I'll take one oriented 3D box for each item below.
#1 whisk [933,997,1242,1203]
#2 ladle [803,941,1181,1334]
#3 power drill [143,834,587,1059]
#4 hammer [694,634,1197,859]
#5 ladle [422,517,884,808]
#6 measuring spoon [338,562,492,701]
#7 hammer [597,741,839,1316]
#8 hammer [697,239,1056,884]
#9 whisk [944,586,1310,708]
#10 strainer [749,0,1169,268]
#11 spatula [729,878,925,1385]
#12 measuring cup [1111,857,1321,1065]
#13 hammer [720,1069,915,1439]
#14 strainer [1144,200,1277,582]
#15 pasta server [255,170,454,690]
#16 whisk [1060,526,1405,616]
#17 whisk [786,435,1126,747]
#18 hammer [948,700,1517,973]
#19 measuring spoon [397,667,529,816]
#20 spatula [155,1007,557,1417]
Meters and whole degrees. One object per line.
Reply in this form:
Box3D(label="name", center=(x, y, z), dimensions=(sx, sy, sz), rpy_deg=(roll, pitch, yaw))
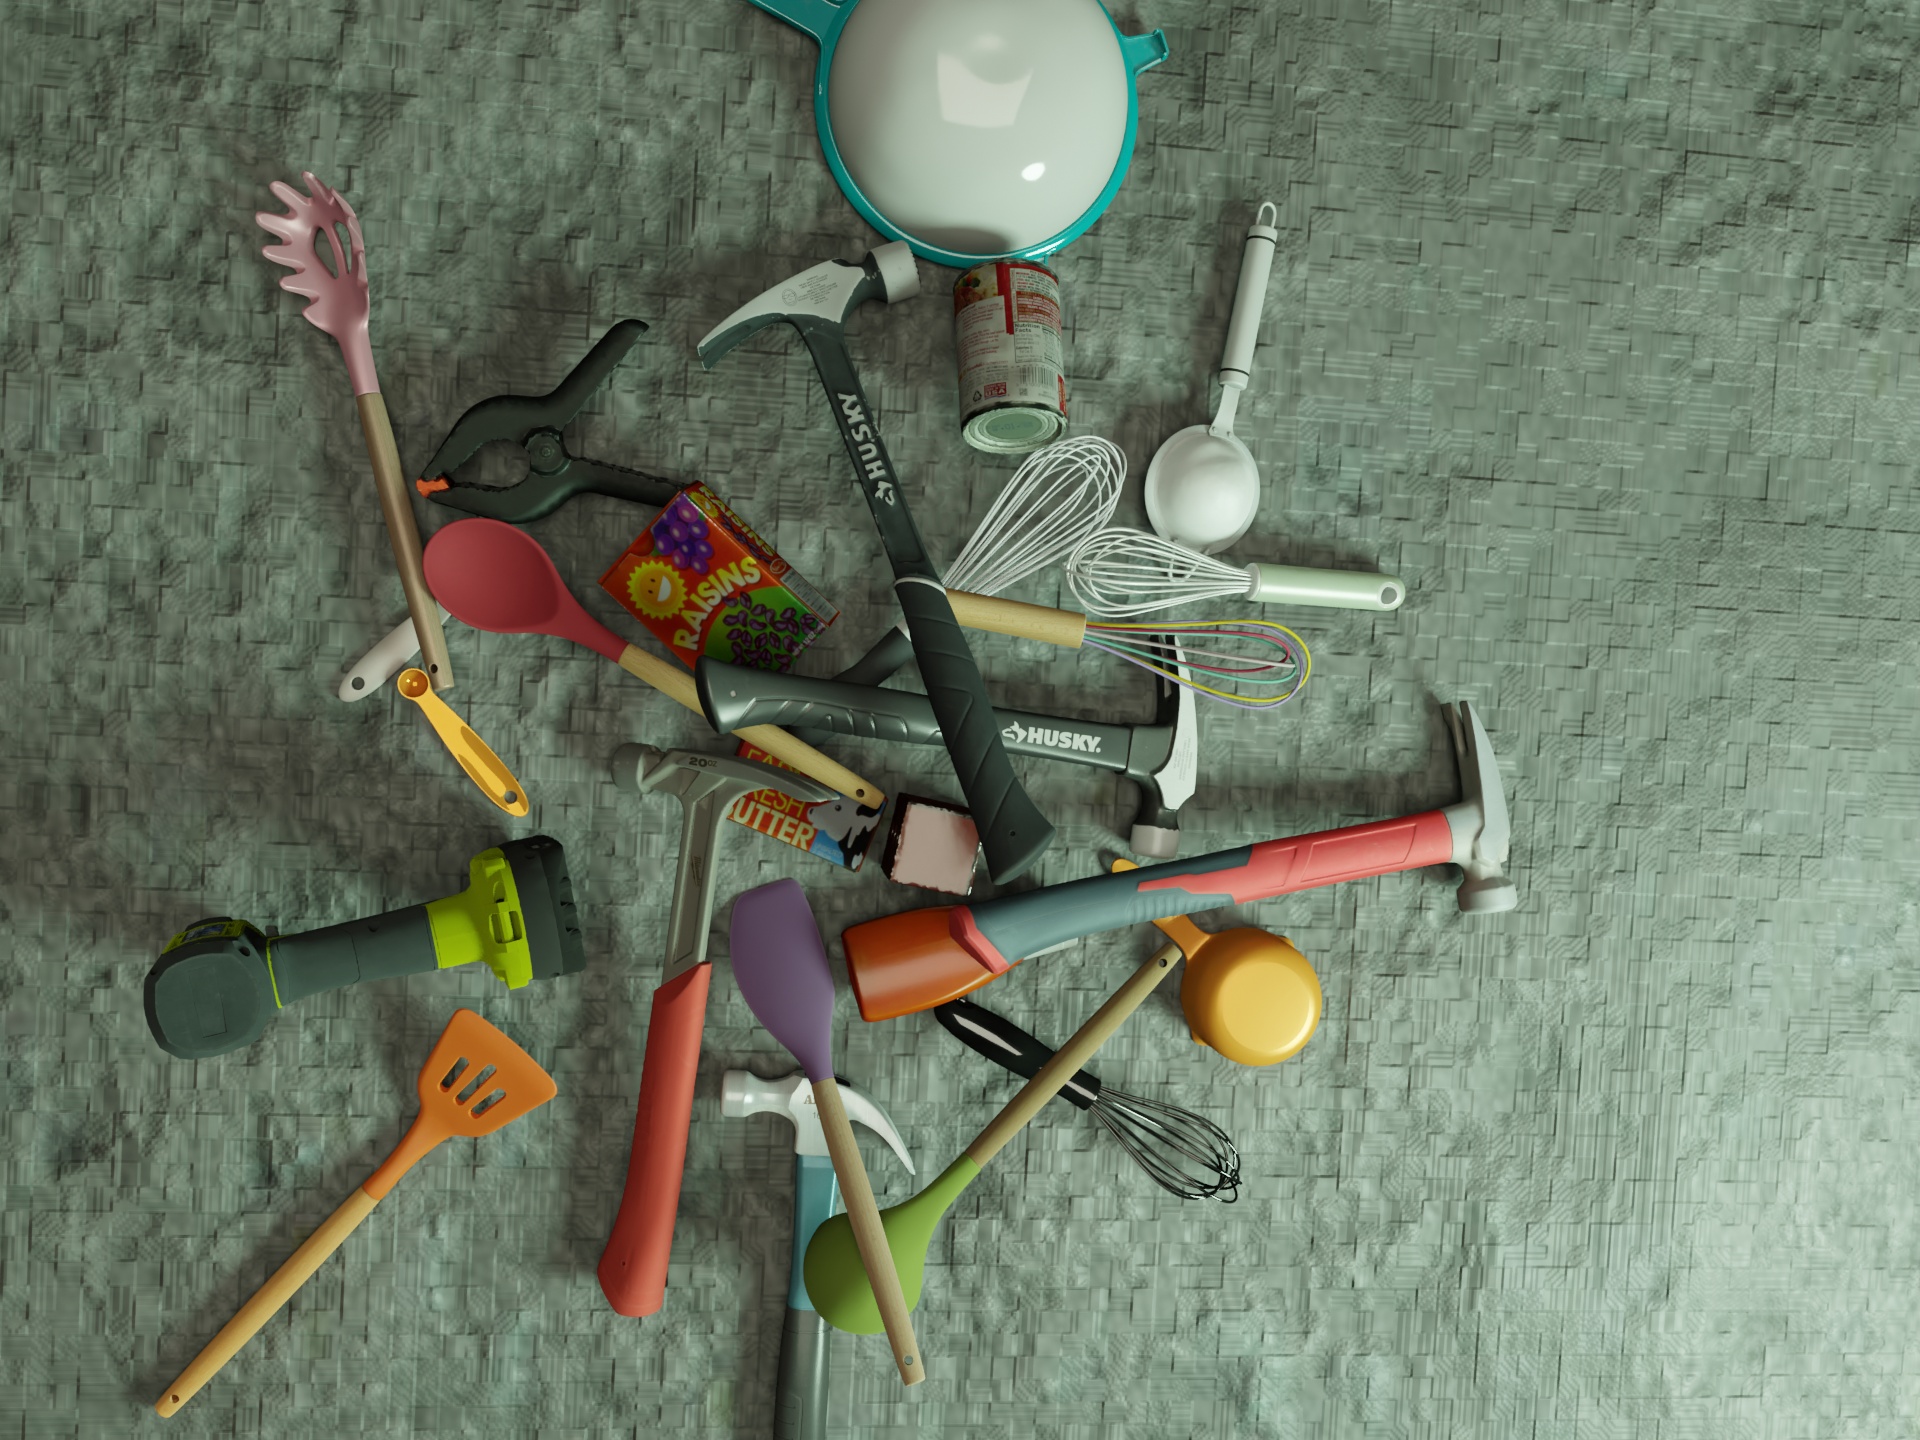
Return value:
Box3D(label="whisk", center=(0.085, 0.248, 1.047), dimensions=(0.239, 0.055, 0.055), rpy_deg=(32, 88, -3))
Box3D(label="ladle", center=(0.026, 0.259, 1.011), dimensions=(0.078, 0.062, 0.320), rpy_deg=(45, 80, 6))
Box3D(label="power drill", center=(-0.348, 0.129, 0.932), dimensions=(0.228, 0.190, 0.080), rpy_deg=(-12, 94, -21))
Box3D(label="hammer", center=(-0.002, -0.003, 0.996), dimensions=(0.334, 0.035, 0.146), rpy_deg=(9, 90, -21))
Box3D(label="ladle", center=(-0.184, -0.029, 0.980), dimensions=(0.315, 0.031, 0.069), rpy_deg=(31, 104, -4))
Box3D(label="measuring spoon", center=(-0.341, -0.055, 0.992), dimensions=(0.124, 0.018, 0.034), rpy_deg=(-44, 97, -3))
Box3D(label="hammer", center=(-0.171, 0.199, 0.996), dimensions=(0.149, 0.036, 0.359), rpy_deg=(11, 95, 22))
Box3D(label="hammer", center=(-0.036, -0.096, 0.959), dimensions=(0.149, 0.036, 0.409), rpy_deg=(-19, 75, -5))
Box3D(label="whisk", center=(0.098, -0.055, 0.987), dimensions=(0.245, 0.047, 0.051), rpy_deg=(11, 50, -3))
Box3D(label="strainer", center=(-0.040, -0.424, 0.977), dimensions=(0.340, 0.095, 0.211), rpy_deg=(26, 89, -9))
Box3D(label="spatula", center=(-0.080, 0.248, 0.982), dimensions=(0.060, 0.018, 0.316), rpy_deg=(-19, 70, -7))
Box3D(label="measuring cup", center=(0.166, 0.156, 1.049), dimensions=(0.173, 0.052, 0.095), rpy_deg=(45, 87, -9))
Box3D(label="hammer", center=(-0.102, 0.394, 1.036), dimensions=(0.128, 0.033, 0.331), rpy_deg=(4, 92, -7))
Box3D(label="strainer", center=(0.177, -0.217, 1.044), dimensions=(0.086, 0.050, 0.258), rpy_deg=(13, 87, -23))
Box3D(label="pasta server", center=(-0.358, -0.172, 0.967), dimensions=(0.060, 0.040, 0.316), rpy_deg=(-14, 91, 12))
Box3D(label="whisk", center=(0.181, -0.091, 1.035), dimensions=(0.246, 0.059, 0.057), rpy_deg=(3, 107, -18))
Box3D(label="whisk", center=(-0.004, -0.079, 1.018), dimensions=(0.284, 0.070, 0.070), rpy_deg=(-43, 97, 1))
Box3D(label="hammer", center=(0.177, 0.084, 1.023), dimensions=(0.386, 0.038, 0.143), rpy_deg=(-9, 87, -16))
Box3D(label="measuring spoon", center=(-0.313, 0.015, 1.005), dimensions=(0.021, 0.011, 0.117), rpy_deg=(-39, 100, -5))
Box3D(label="spatula", center=(-0.387, 0.314, 0.991), dimensions=(0.081, 0.041, 0.322), rpy_deg=(44, 88, -8))
